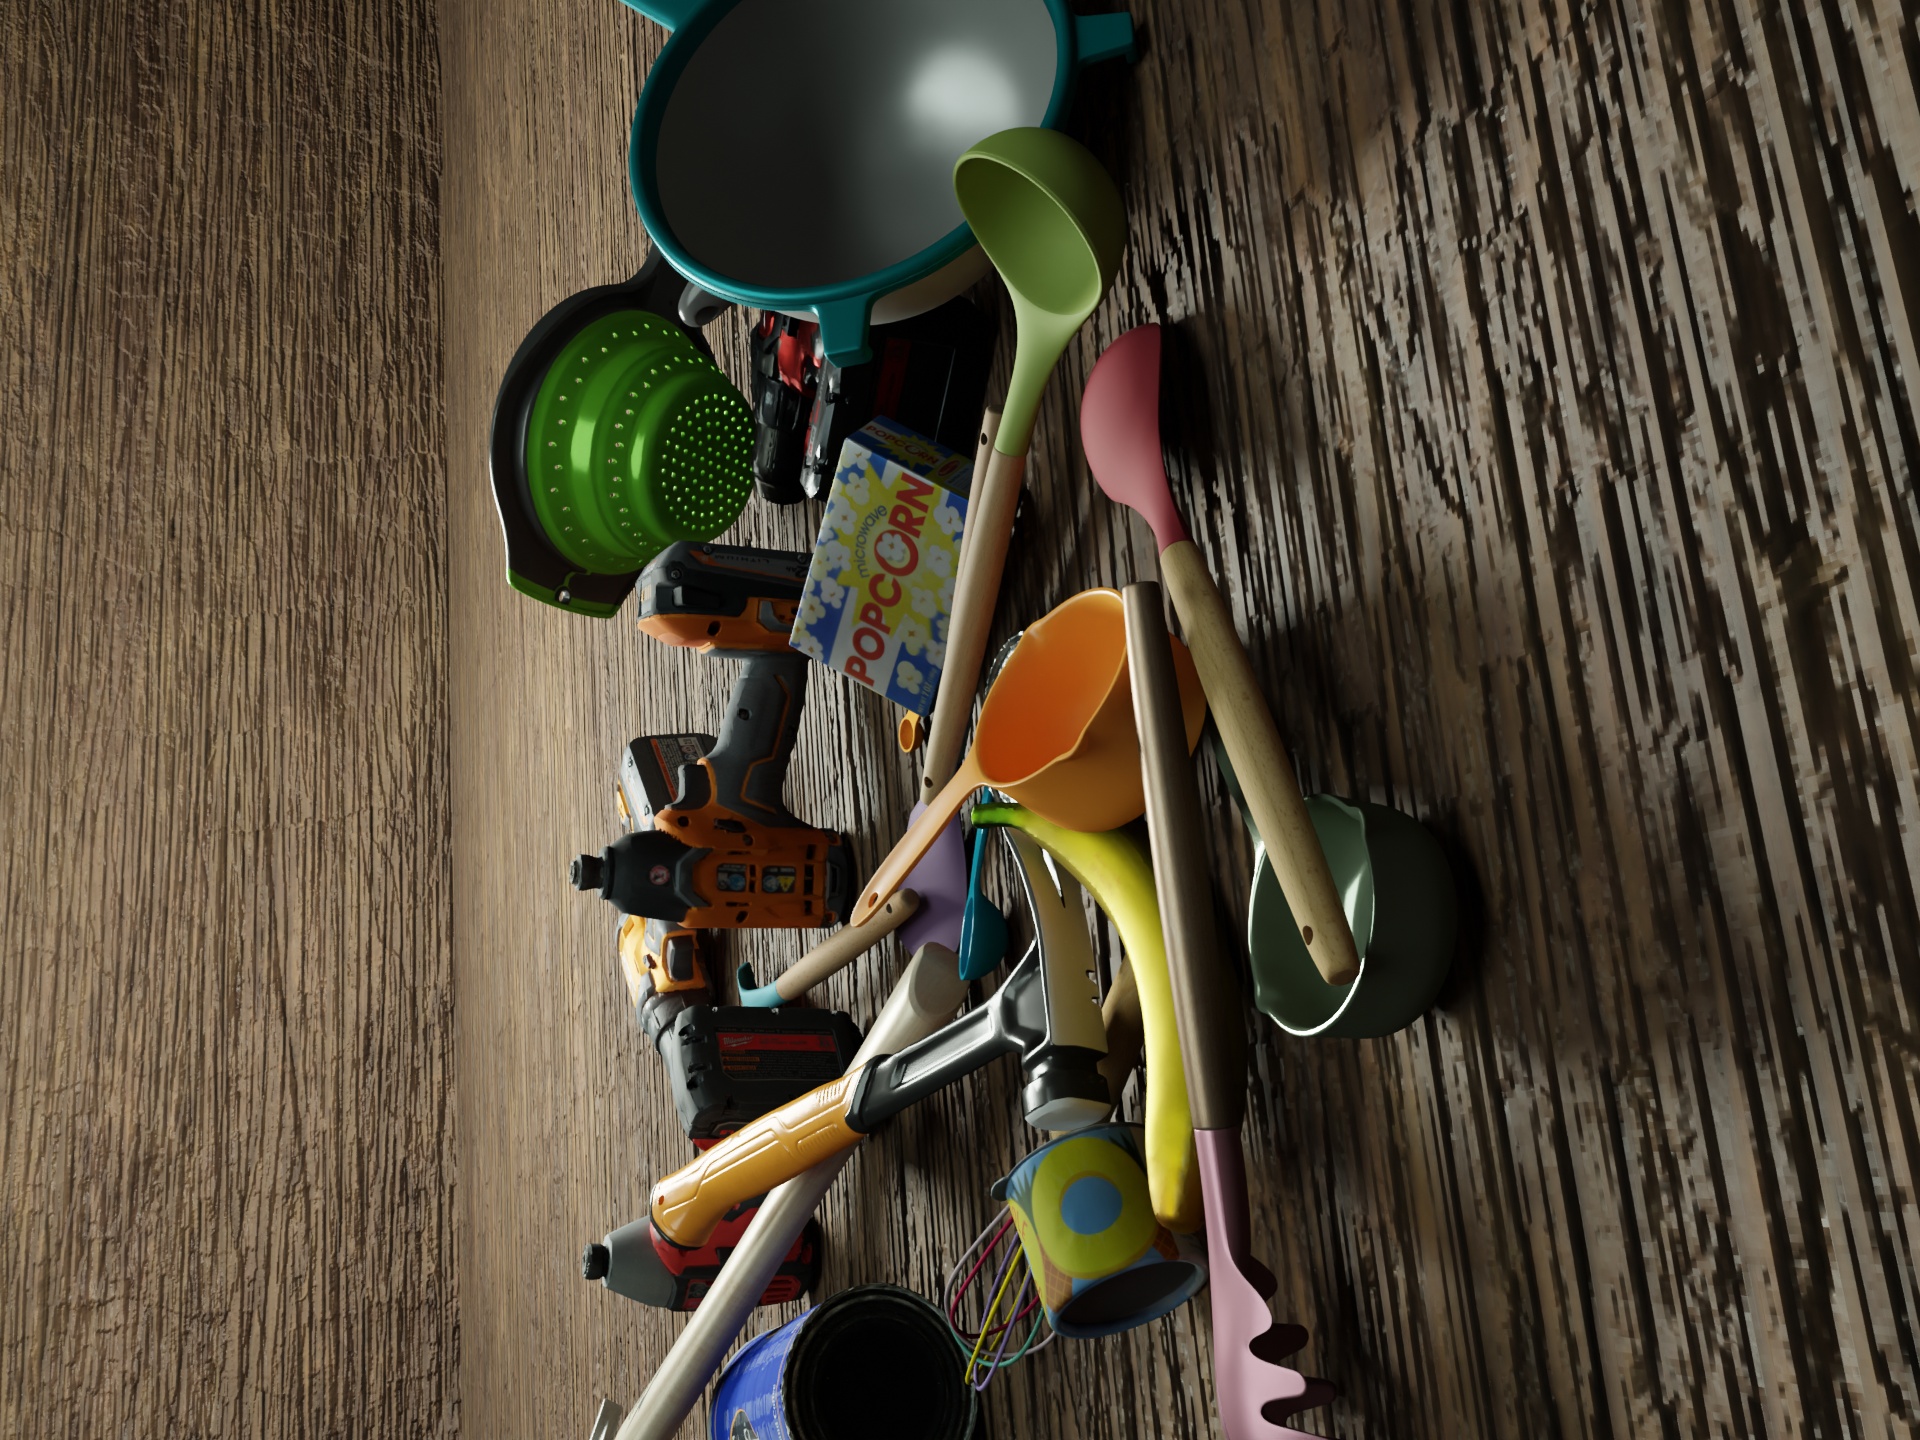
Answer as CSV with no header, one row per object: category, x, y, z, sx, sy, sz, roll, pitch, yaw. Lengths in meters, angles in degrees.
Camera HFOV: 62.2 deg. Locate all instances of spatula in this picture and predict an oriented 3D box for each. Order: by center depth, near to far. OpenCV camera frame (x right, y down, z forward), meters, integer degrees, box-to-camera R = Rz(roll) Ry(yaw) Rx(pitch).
spatula,-0.001,-0.002,0.778,0.060,0.018,0.315,41,134,42
spatula,-0.086,0.151,0.958,0.317,0.044,0.082,-41,61,55

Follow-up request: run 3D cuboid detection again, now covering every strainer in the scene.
strainer,-0.083,-0.297,0.765,0.341,0.095,0.211,39,87,27

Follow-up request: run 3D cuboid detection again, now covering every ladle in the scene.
ladle,0.085,-0.040,0.563,0.069,0.031,0.316,109,157,-43
ladle,0.008,-0.090,0.684,0.078,0.062,0.320,36,128,32

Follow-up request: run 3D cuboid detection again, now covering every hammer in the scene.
hammer,-0.055,0.175,0.746,0.337,0.034,0.127,-39,45,40
hammer,-0.111,0.288,0.864,0.410,0.038,0.146,-58,7,14

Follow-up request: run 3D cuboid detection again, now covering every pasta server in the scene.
pasta server,0.089,0.107,0.530,0.060,0.040,0.316,25,-123,-76

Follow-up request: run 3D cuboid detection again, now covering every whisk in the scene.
whisk,0.042,0.195,0.687,0.051,0.047,0.245,44,124,43
whisk,-0.070,-0.294,0.835,0.239,0.055,0.055,-41,47,24

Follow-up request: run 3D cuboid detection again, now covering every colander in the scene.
colander,-0.175,-0.254,1.042,0.094,0.204,0.397,17,89,30

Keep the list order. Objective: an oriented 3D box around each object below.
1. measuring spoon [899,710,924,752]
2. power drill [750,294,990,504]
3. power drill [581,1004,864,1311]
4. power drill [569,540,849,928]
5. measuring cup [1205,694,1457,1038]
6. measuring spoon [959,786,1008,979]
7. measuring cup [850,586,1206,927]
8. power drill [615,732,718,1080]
measuring spoon,-0.010,-0.032,0.844,0.021,0.011,0.116,57,135,47
power drill,-0.069,-0.186,0.900,0.227,0.080,0.187,-125,44,-56
power drill,-0.140,0.274,0.953,0.079,0.143,0.219,-112,35,-49
power drill,-0.149,0.012,0.957,0.084,0.164,0.226,168,104,-65
measuring cup,0.119,0.037,0.539,0.168,0.038,0.083,-103,26,-54
measuring spoon,0.019,0.063,0.773,0.042,0.021,0.128,147,131,-82
measuring cup,0.026,0.030,0.620,0.173,0.052,0.095,-50,25,19
power drill,-0.206,0.147,1.175,0.186,0.084,0.226,-123,37,-49
